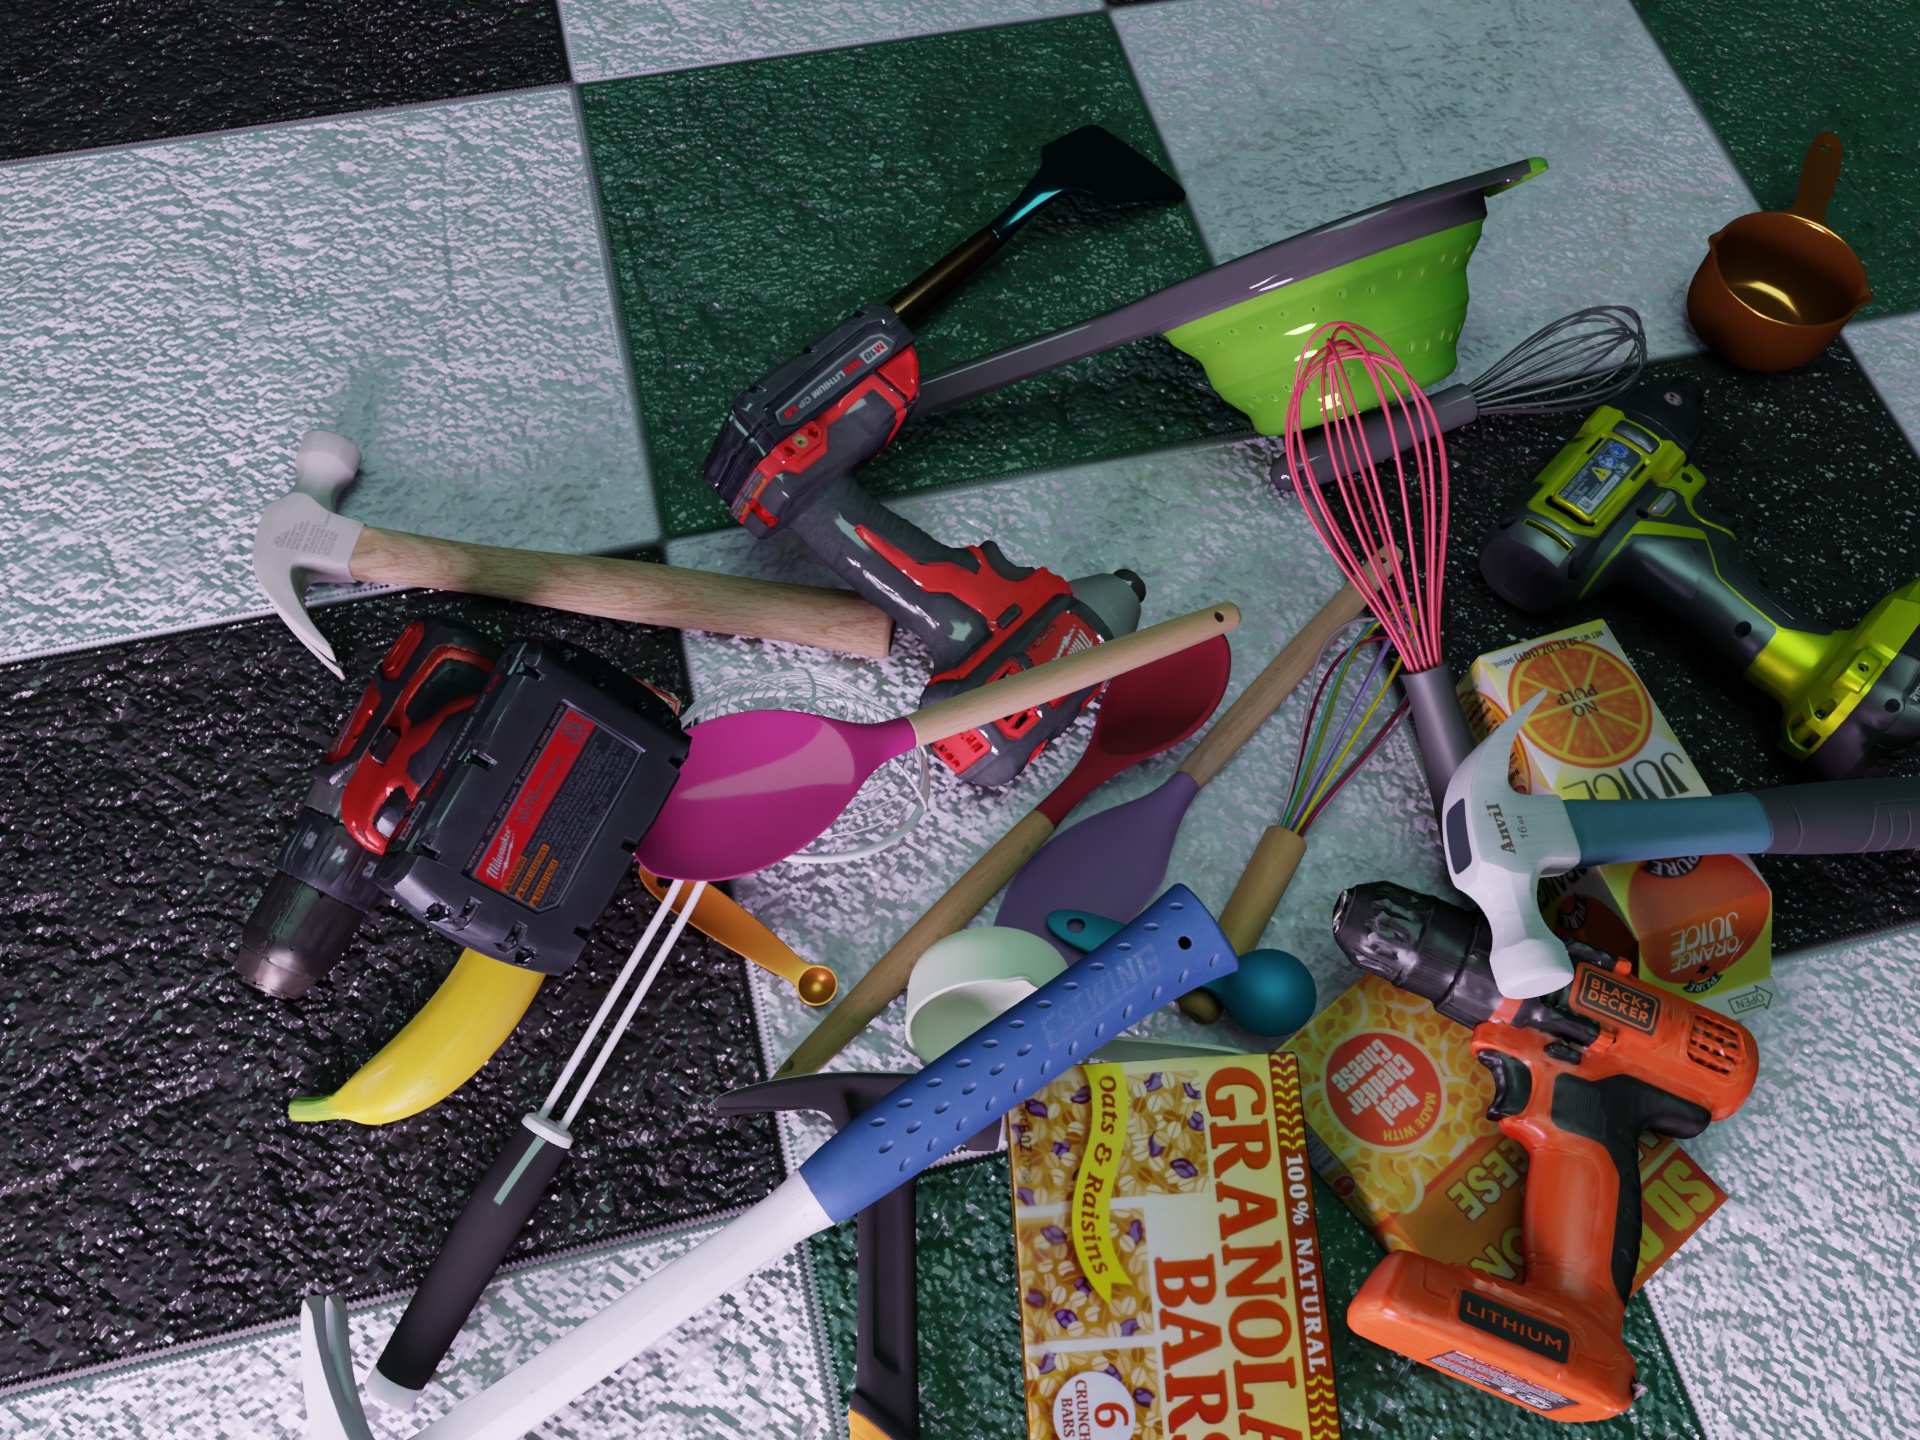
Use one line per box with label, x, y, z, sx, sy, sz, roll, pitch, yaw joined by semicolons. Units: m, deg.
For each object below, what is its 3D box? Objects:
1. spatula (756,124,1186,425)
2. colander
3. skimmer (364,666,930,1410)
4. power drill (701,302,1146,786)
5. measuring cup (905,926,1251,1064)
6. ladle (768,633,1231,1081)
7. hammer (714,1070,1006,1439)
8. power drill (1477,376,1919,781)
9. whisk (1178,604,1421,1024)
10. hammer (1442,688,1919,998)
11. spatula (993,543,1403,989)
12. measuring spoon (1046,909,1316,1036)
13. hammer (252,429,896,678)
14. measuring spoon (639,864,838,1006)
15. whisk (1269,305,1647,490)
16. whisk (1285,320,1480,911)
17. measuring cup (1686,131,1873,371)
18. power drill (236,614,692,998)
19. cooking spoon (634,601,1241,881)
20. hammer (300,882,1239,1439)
spatula;0.001;-0.259;0.933;0.317;0.044;0.082;-42;72;-16
colander;0.122;-0.186;0.858;0.397;0.204;0.094;-19;99;5
skimmer;-0.140;0.132;0.712;0.127;0.090;0.363;26;77;18
power drill;-0.010;-0.088;0.787;0.219;0.078;0.143;48;62;-1
measuring cup;0.056;0.131;0.717;0.167;0.083;0.038;11;44;-15
ladle;0.023;0.065;0.760;0.315;0.031;0.069;-44;37;-18
hammer;-0.037;0.307;0.627;0.127;0.034;0.337;2;63;-10
power drill;0.410;-0.081;0.829;0.223;0.080;0.171;39;68;19
whisk;0.168;0.041;0.778;0.047;0.051;0.245;10;61;45
hammer;0.362;0.046;0.704;0.331;0.033;0.128;-2;62;-17
spatula;0.128;0.012;0.799;0.060;0.018;0.316;35;67;25
measuring spoon;0.098;0.105;0.719;0.129;0.021;0.042;17;55;18
hammer;-0.198;-0.069;0.819;0.331;0.031;0.130;8;62;2
measuring spoon;-0.106;0.099;0.751;0.117;0.011;0.021;31;68;17
whisk;0.281;-0.176;0.891;0.239;0.055;0.055;-21;66;-8
whisk;0.214;-0.043;0.749;0.073;0.073;0.296;-19;96;-12
measuring cup;0.490;-0.279;0.947;0.095;0.052;0.174;25;63;10
power drill;-0.225;0.045;0.673;0.080;0.227;0.188;36;73;-33
cooking spoon;-0.001;-0.002;0.717;0.319;0.017;0.069;-20;76;-24
hammer;-0.069;0.189;0.628;0.405;0.035;0.144;-33;74;-8
